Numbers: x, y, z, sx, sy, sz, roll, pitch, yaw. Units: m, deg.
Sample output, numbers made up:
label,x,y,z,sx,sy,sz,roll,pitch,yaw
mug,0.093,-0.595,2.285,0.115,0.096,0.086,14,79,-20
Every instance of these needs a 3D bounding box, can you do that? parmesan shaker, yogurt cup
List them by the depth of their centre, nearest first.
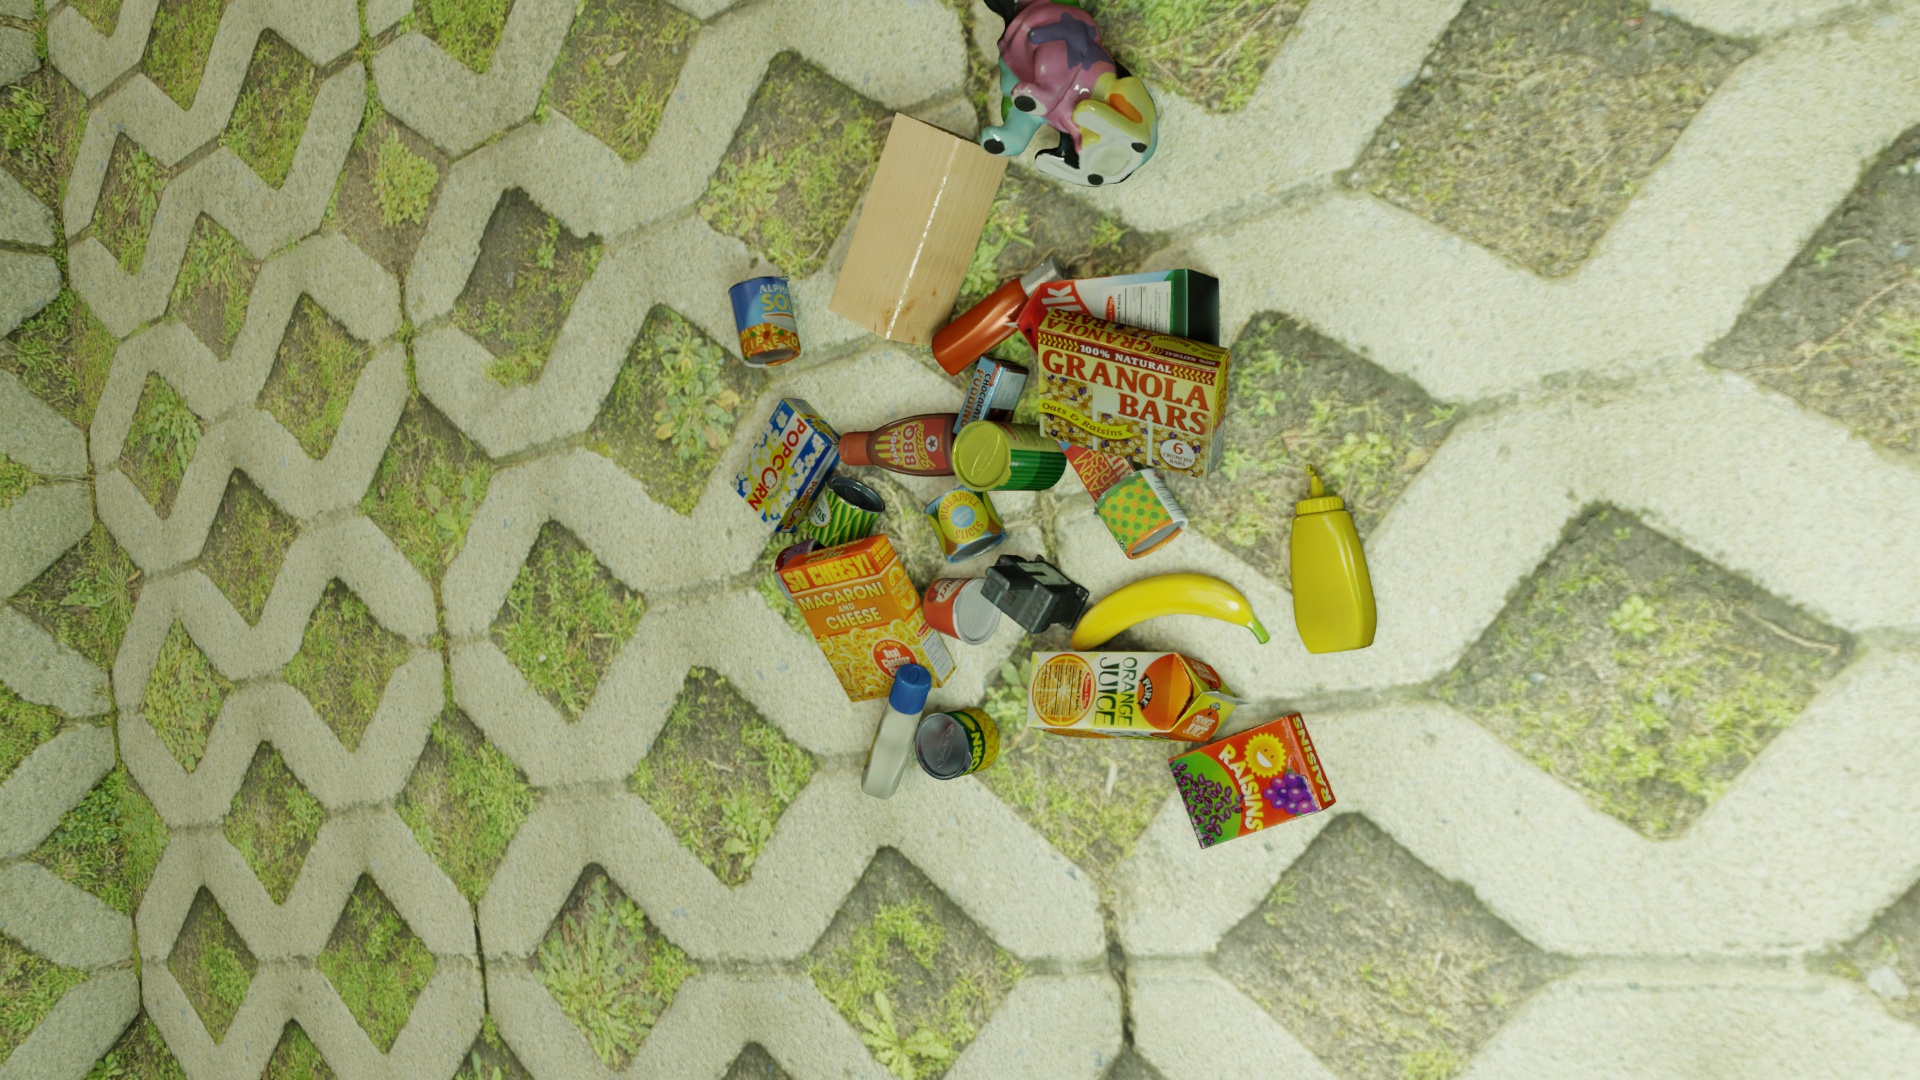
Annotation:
label,x,y,z,sx,sy,sz,roll,pitch,yaw
parmesan shaker,0.050,-0.077,1.322,0.071,0.103,0.071,1,91,36
yogurt cup,0.000,0.067,1.385,0.054,0.072,0.072,8,96,43

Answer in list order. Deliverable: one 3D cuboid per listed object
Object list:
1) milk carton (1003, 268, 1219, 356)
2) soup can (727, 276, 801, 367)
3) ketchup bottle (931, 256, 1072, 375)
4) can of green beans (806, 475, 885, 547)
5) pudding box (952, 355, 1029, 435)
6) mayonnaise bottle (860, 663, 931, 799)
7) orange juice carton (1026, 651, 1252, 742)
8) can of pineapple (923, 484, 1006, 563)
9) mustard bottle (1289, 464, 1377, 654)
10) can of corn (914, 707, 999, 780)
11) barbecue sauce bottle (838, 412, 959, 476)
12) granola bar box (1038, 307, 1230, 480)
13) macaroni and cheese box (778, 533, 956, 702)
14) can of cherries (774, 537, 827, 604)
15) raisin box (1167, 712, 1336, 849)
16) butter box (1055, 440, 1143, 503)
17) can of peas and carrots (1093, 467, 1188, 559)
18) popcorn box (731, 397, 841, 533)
label,x,y,z,sx,sy,sz,roll,pitch,yaw
milk carton,0.137,-0.202,1.278,0.190,0.072,0.073,1,92,34
soup can,-0.213,-0.241,1.528,0.071,0.071,0.084,-18,81,34
ketchup bottle,0.040,-0.221,1.355,0.148,0.065,0.043,-33,113,24
can of green beans,-0.121,-0.026,1.466,0.071,0.071,0.057,42,114,27
pudding box,0.030,-0.137,1.368,0.030,0.050,0.083,31,108,32
mayonnaise bottle,-0.065,0.192,1.411,0.041,0.065,0.147,18,122,1
orange juice carton,0.160,0.141,1.258,0.192,0.072,0.073,-3,73,35
can of pineapple,0.005,-0.017,1.375,0.070,0.071,0.058,-34,73,31
mustard bottle,0.311,0.014,1.173,0.065,0.049,0.160,-9,85,35
can of corn,-0.001,0.204,1.389,0.071,0.058,0.071,1,91,35
barbecue sauce bottle,-0.058,-0.097,1.434,0.148,0.044,0.065,0,92,36
granola bar box,0.150,-0.129,1.231,0.166,0.039,0.123,17,137,21
macaroni and cheese box,-0.095,0.081,1.421,0.123,0.040,0.166,-14,112,34
can of cherries,-0.156,0.030,1.495,0.058,0.071,0.071,-19,80,35
raisin box,0.255,0.211,1.222,0.123,0.040,0.086,-27,75,32
butter box,0.129,-0.085,1.314,0.053,0.024,0.104,-41,69,28
can of peas and carrots,0.163,-0.022,1.266,0.070,0.071,0.059,-42,69,28
popcorn box,-0.189,-0.082,1.530,0.085,0.038,0.126,45,115,25
